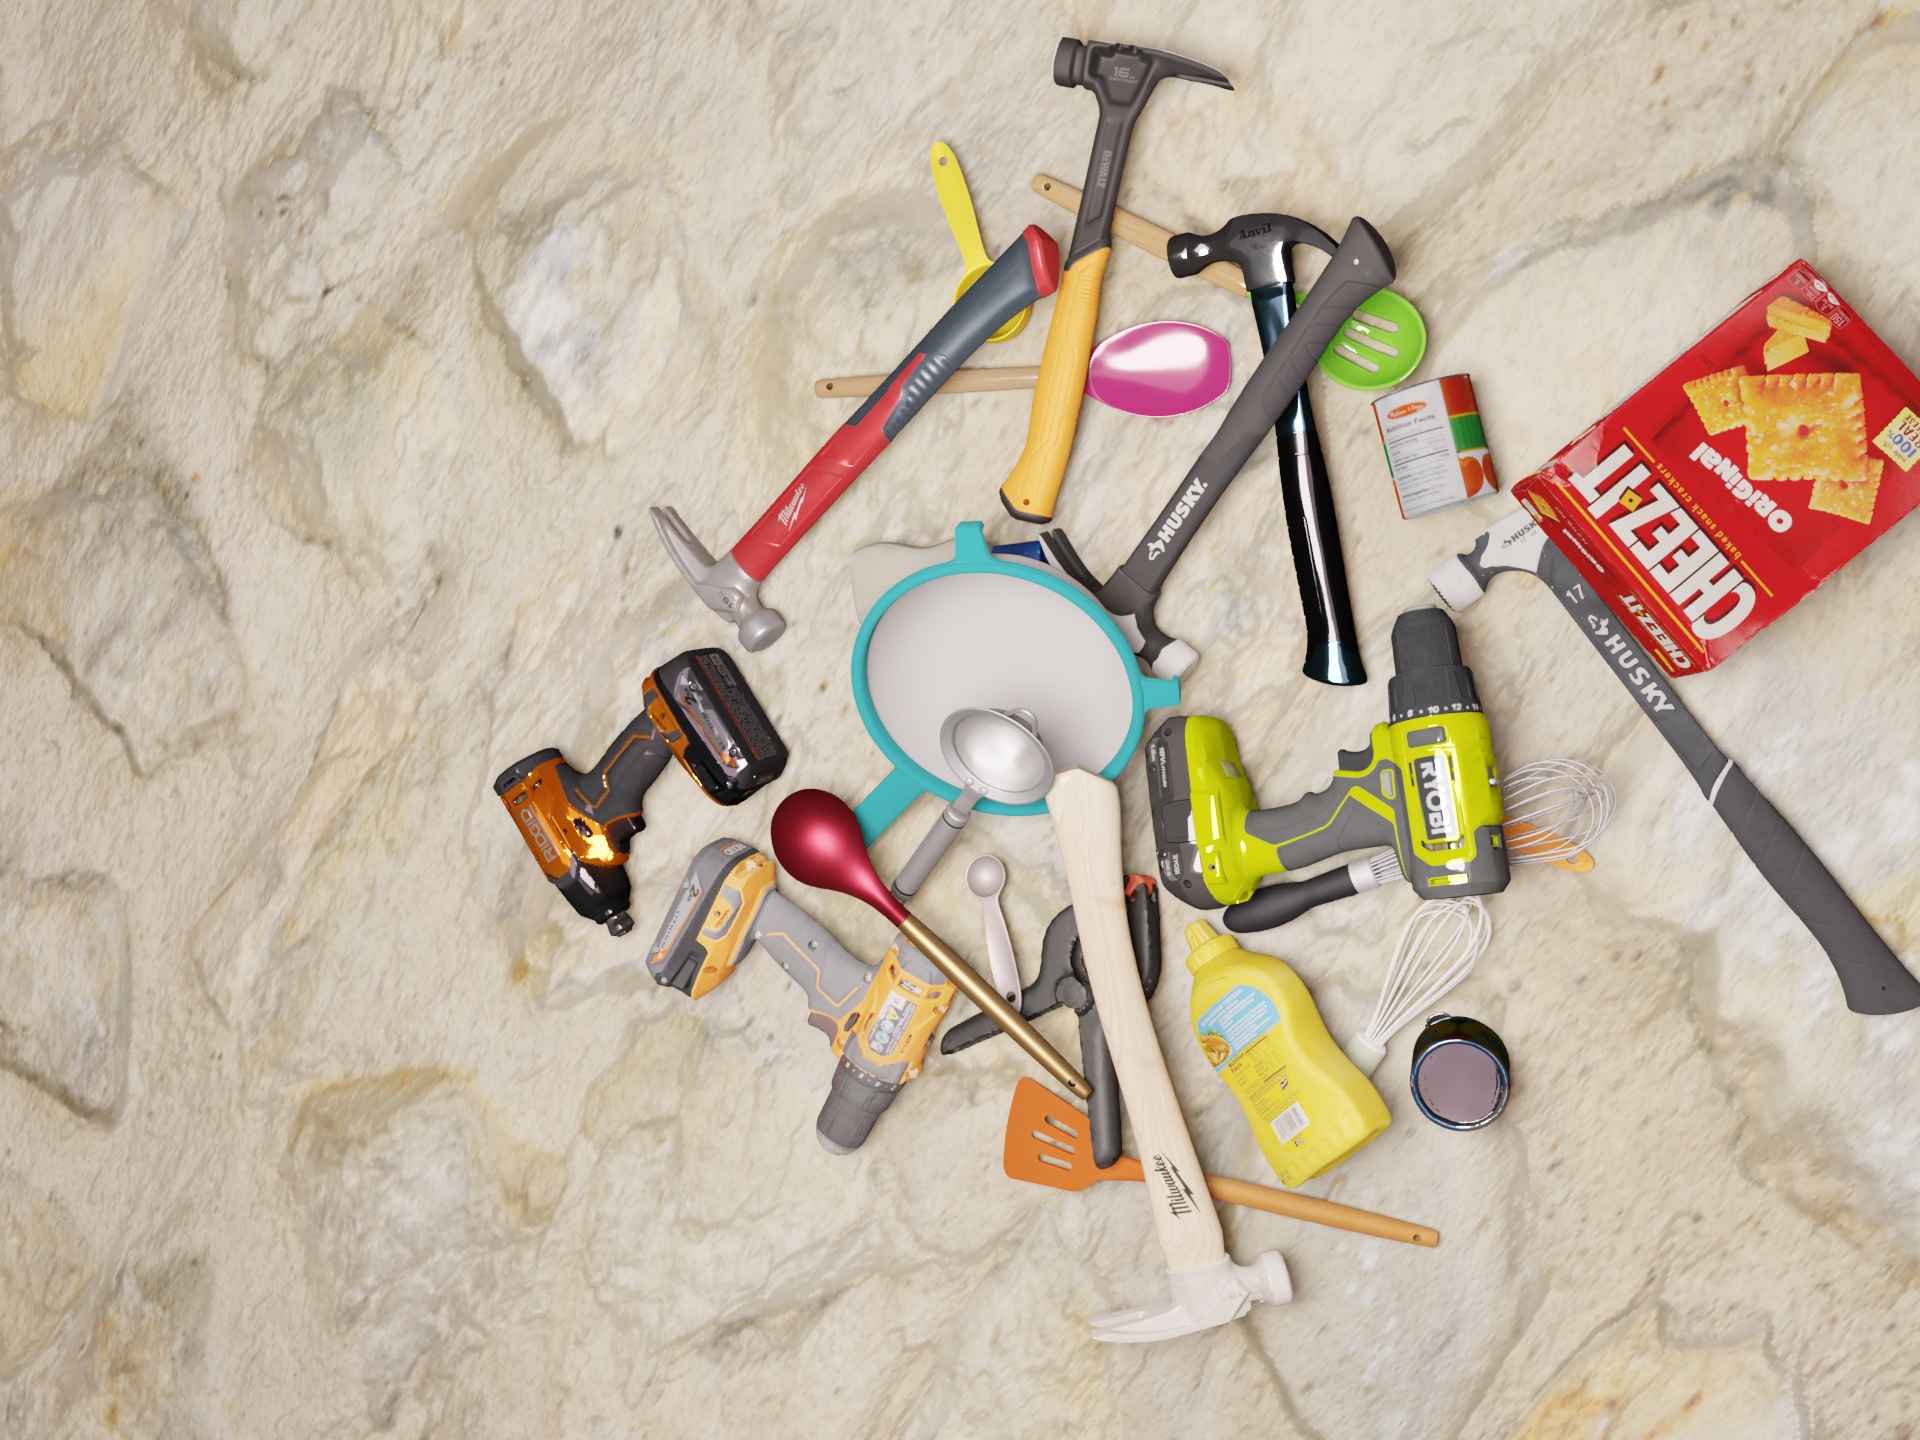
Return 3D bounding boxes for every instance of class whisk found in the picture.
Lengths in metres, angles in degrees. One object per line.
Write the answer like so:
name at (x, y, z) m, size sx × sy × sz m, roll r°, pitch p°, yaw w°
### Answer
whisk at (0.310, 0.097, 1.097) m, size 0.284 × 0.070 × 0.070 m, roll -24°, pitch 86°, yaw 25°
whisk at (0.295, 0.222, 1.122) m, size 0.057 × 0.059 × 0.246 m, roll 25°, pitch 107°, yaw -14°

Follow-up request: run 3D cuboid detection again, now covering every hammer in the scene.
hammer at (0.181, -0.191, 1.089) m, size 0.146 × 0.035 × 0.334 m, roll 42°, pitch 120°, yaw 15°
hammer at (-0.078, -0.226, 1.183) m, size 0.386 × 0.038 × 0.143 m, roll -43°, pitch 80°, yaw 25°
hammer at (0.234, -0.185, 1.102) m, size 0.128 × 0.033 × 0.331 m, roll -8°, pitch 98°, yaw 28°
hammer at (0.494, 0.021, 1.051) m, size 0.149 × 0.036 × 0.409 m, roll -38°, pitch 83°, yaw 15°
hammer at (0.114, 0.235, 1.122) m, size 0.146 × 0.038 × 0.410 m, roll -15°, pitch 94°, yaw 1°
hammer at (0.093, -0.305, 1.133) m, size 0.127 × 0.034 × 0.337 m, roll 16°, pitch 101°, yaw 17°

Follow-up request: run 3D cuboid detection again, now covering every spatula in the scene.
spatula at (0.187, 0.341, 1.176) m, size 0.322 × 0.041 × 0.081 m, roll 10°, pitch 95°, yaw 12°

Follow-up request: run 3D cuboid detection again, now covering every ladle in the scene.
ladle at (-0.023, 0.166, 1.171) m, size 0.315 × 0.031 × 0.069 m, roll 42°, pitch 97°, yaw 9°

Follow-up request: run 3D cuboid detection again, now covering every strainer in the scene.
strainer at (0.000, 0.061, 1.142) m, size 0.087 × 0.050 × 0.258 m, roll 35°, pitch 132°, yaw 1°
strainer at (-0.002, -0.004, 1.182) m, size 0.211 × 0.095 × 0.340 m, roll 37°, pitch 127°, yaw -10°

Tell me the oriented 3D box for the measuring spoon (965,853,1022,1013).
measuring spoon at (0.031, 0.162, 1.202) m, size 0.034 × 0.018 × 0.124 m, roll -18°, pitch 75°, yaw 26°

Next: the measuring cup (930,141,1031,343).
measuring cup at (0.010, -0.354, 1.182) m, size 0.062 × 0.029 × 0.156 m, roll -19°, pitch 85°, yaw 18°

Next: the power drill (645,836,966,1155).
power drill at (-0.129, 0.216, 1.238) m, size 0.226 × 0.084 × 0.185 m, roll 28°, pitch 102°, yaw 9°

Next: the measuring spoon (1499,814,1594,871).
measuring spoon at (0.383, 0.076, 1.104) m, size 0.117 × 0.011 × 0.021 m, roll 24°, pitch 109°, yaw 11°

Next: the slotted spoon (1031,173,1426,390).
slotted spoon at (0.185, -0.320, 1.129) m, size 0.314 × 0.031 × 0.070 m, roll 31°, pitch 104°, yaw 15°

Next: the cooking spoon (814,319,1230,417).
cooking spoon at (0.041, -0.255, 1.183) m, size 0.319 × 0.017 × 0.069 m, roll 1°, pitch 96°, yaw 17°

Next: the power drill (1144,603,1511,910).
power drill at (0.246, 0.034, 1.075) m, size 0.228 × 0.080 × 0.191 m, roll -12°, pitch 79°, yaw 32°

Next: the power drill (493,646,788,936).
power drill at (-0.251, 0.061, 1.266) m, size 0.226 × 0.084 × 0.164 m, roll -34°, pitch 84°, yaw 21°
